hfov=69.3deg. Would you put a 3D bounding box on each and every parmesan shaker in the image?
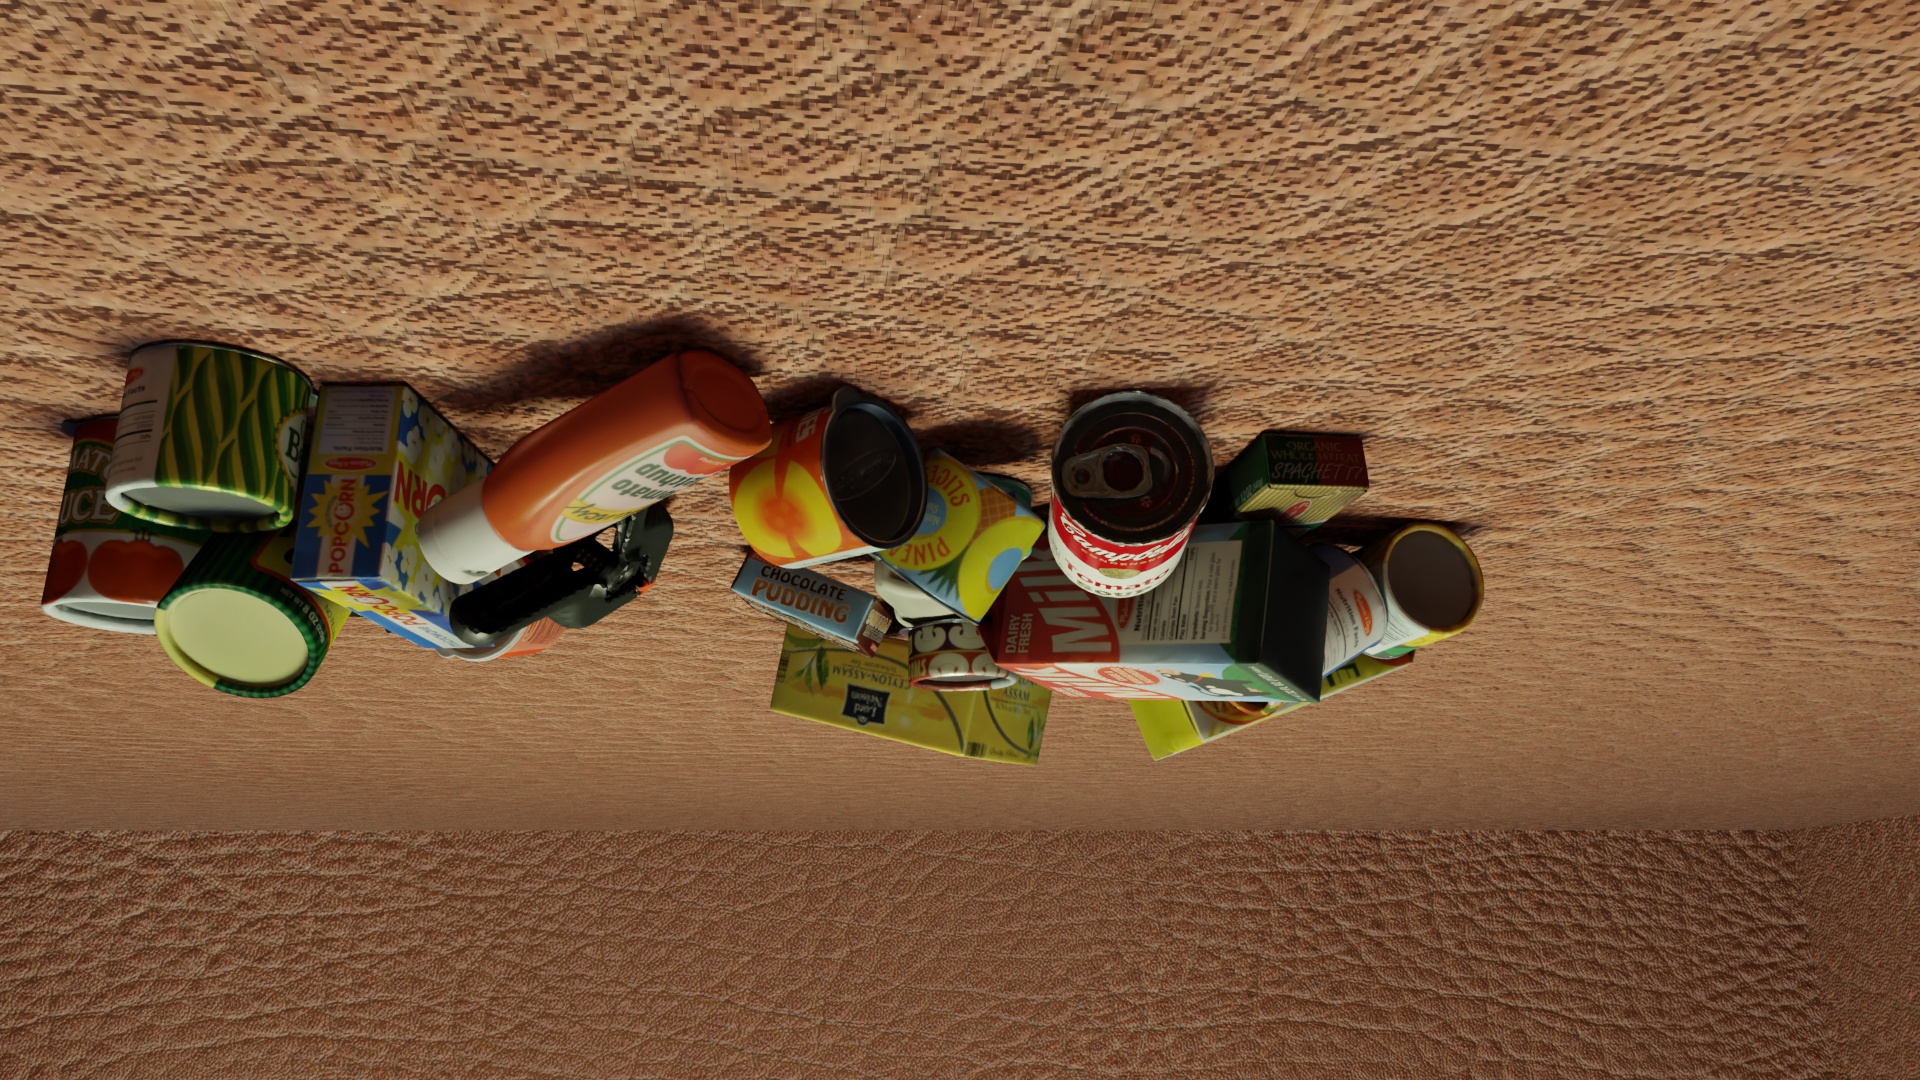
[{"bbox_3d":[-0.295,0.014,0.613,0.071,0.103,0.071,0,127,1],"label":"parmesan shaker"}]

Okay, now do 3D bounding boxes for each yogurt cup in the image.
[{"bbox_3d":[-0.263,0.037,0.804,0.072,0.072,0.054,-6,170,16],"label":"yogurt cup"}]

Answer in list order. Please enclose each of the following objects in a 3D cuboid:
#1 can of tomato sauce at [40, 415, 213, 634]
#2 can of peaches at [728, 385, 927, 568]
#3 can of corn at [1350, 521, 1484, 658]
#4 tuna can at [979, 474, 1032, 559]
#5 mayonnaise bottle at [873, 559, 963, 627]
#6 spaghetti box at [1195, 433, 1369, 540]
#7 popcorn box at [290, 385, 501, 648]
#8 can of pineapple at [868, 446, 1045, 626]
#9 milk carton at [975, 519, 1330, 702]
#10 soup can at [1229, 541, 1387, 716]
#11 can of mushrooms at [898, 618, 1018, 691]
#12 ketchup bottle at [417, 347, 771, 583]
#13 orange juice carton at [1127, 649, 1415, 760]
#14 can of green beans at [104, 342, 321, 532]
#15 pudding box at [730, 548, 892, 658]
[{"bbox_3d":[-0.365,-0.006,0.618,0.071,0.083,0.071,-1,163,0],"label":"can of tomato sauce"},{"bbox_3d":[-0.058,-0.026,0.597,0.058,0.071,0.071,-13,159,37],"label":"can of peaches"},{"bbox_3d":[0.252,0.027,0.783,0.071,0.071,0.058,4,162,-15],"label":"can of corn"},{"bbox_3d":[0.003,-0.009,0.708,0.071,0.033,0.071,-1,164,0],"label":"tuna can"},{"bbox_3d":[-0.013,0.031,0.832,0.065,0.041,0.147,2,165,4],"label":"mayonnaise bottle"},{"bbox_3d":[0.141,-0.001,0.747,0.050,0.029,0.249,2,163,-9],"label":"spaghetti box"},{"bbox_3d":[-0.242,-0.006,0.616,0.038,0.085,0.126,0,163,3],"label":"popcorn box"},{"bbox_3d":[-0.004,-0.003,0.639,0.071,0.058,0.071,34,180,0],"label":"can of pineapple"},{"bbox_3d":[0.086,0.040,0.718,0.190,0.073,0.072,-4,158,37],"label":"milk carton"},{"bbox_3d":[0.178,0.048,0.761,0.084,0.071,0.071,-27,173,-22],"label":"soup can"},{"bbox_3d":[-0.001,0.069,0.821,0.071,0.033,0.071,-1,166,0],"label":"can of mushrooms"},{"bbox_3d":[-0.152,-0.027,0.560,0.148,0.043,0.065,-24,166,20],"label":"ketchup bottle"},{"bbox_3d":[0.197,0.064,0.838,0.193,0.073,0.071,-17,168,-20],"label":"orange juice carton"},{"bbox_3d":[-0.297,-0.039,0.552,0.071,0.058,0.071,-1,163,0],"label":"can of green beans"},{"bbox_3d":[-0.086,0.036,0.811,0.084,0.030,0.049,21,167,14],"label":"pudding box"}]
